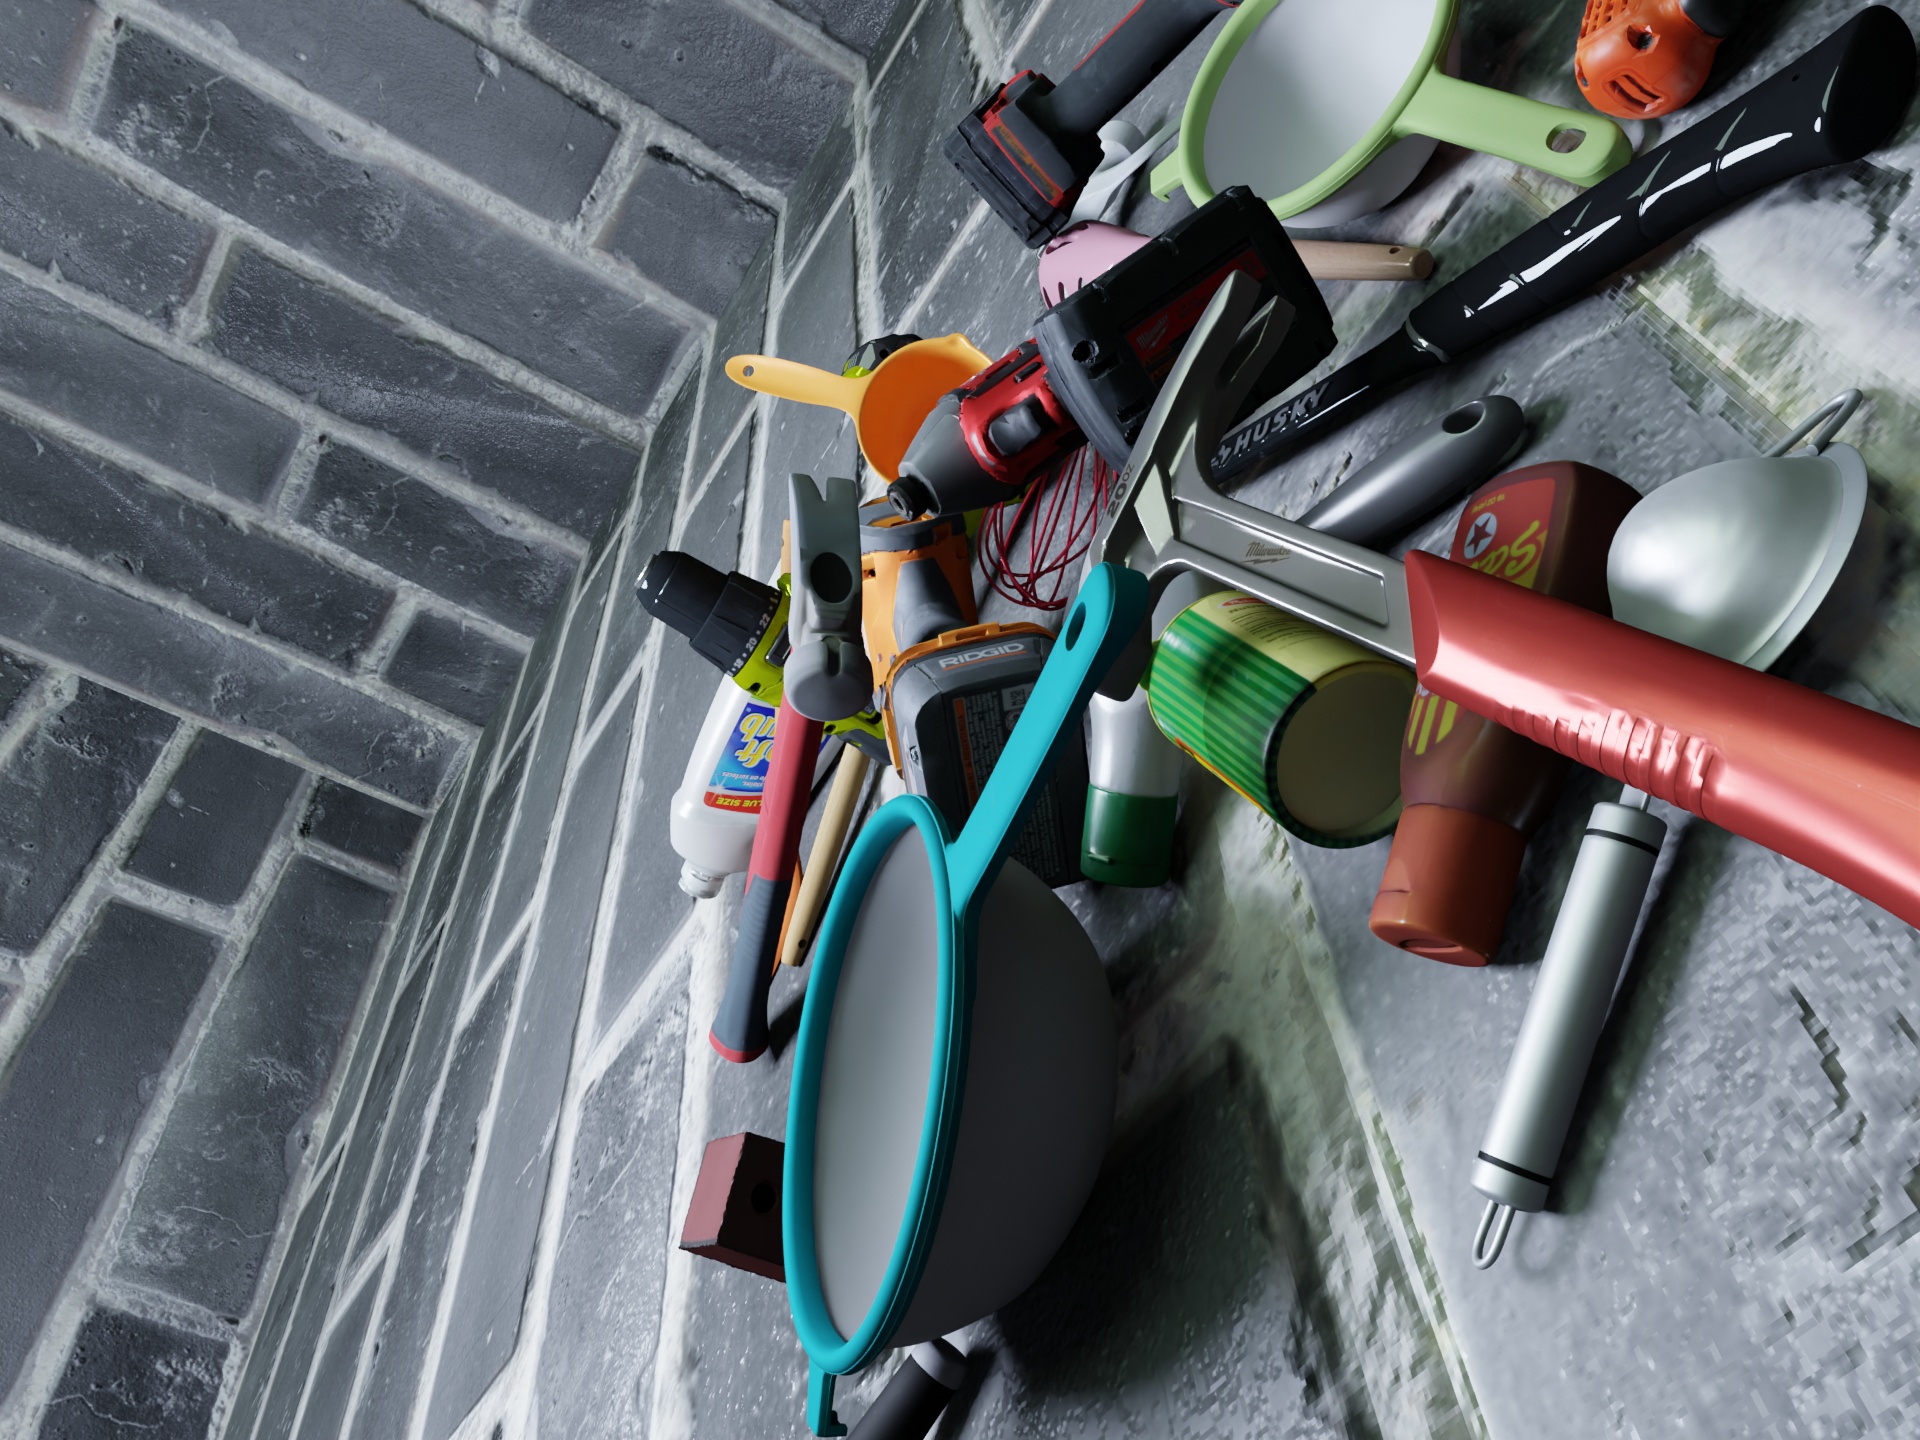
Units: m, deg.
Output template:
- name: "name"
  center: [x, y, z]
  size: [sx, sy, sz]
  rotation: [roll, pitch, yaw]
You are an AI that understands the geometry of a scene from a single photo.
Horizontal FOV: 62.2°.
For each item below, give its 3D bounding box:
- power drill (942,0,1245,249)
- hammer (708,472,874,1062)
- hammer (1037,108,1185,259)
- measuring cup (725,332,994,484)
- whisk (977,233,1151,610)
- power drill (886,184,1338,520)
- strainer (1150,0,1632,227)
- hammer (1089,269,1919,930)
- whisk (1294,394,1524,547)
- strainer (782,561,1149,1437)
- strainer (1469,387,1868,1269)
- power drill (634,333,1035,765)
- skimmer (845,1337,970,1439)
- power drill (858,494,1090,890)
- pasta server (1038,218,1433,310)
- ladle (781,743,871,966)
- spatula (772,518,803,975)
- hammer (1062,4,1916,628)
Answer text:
- name: "power drill"
  center: [0.105, -0.383, 0.886]
  size: [0.226, 0.080, 0.188]
  rotation: [-37, 17, 29]
- name: "hammer"
  center: [-0.098, 0.053, 0.845]
  size: [0.386, 0.038, 0.143]
  rotation: [107, 162, -46]
- name: "hammer"
  center: [0.173, -0.376, 0.890]
  size: [0.405, 0.035, 0.144]
  rotation: [-23, 36, 58]
- name: "measuring cup"
  center: [-0.047, -0.174, 0.896]
  size: [0.052, 0.174, 0.095]
  rotation: [21, -93, -73]
- name: "whisk"
  center: [0.071, -0.174, 0.884]
  size: [0.073, 0.073, 0.296]
  rotation: [-36, 29, 51]
- name: "power drill"
  center: [0.052, -0.147, 0.711]
  size: [0.143, 0.078, 0.220]
  rotation: [-37, 12, -18]
- name: "strainer"
  center: [0.199, -0.257, 0.686]
  size: [0.151, 0.069, 0.257]
  rotation: [-57, 39, 12]
- name: "hammer"
  center: [0.151, -0.024, 0.412]
  size: [0.359, 0.036, 0.149]
  rotation: [35, 102, 55]
- name: "whisk"
  center: [0.126, -0.062, 0.641]
  size: [0.239, 0.055, 0.055]
  rotation: [-34, 35, 45]
- name: "strainer"
  center: [0.024, 0.091, 0.570]
  size: [0.211, 0.095, 0.340]
  rotation: [-99, 27, -50]
- name: "strainer"
  center: [0.178, 0.021, 0.422]
  size: [0.087, 0.050, 0.258]
  rotation: [153, 138, -82]
- name: "power drill"
  center: [-0.065, -0.111, 0.951]
  size: [0.228, 0.190, 0.080]
  rotation: [-61, 15, -5]
- name: "skimmer"
  center: [-0.085, 0.408, 0.607]
  size: [0.363, 0.090, 0.127]
  rotation: [-55, 17, -6]
- name: "power drill"
  center: [-0.001, -0.002, 0.767]
  size: [0.227, 0.084, 0.164]
  rotation: [-117, 16, -62]
- name: "pasta server"
  center: [0.126, -0.230, 0.804]
  size: [0.060, 0.040, 0.316]
  rotation: [-47, 31, -8]
- name: "ladle"
  center: [-0.060, 0.002, 1.005]
  size: [0.031, 0.069, 0.315]
  rotation: [7, 76, 49]
- name: "spatula"
  center: [-0.120, 0.032, 1.018]
  size: [0.081, 0.041, 0.322]
  rotation: [-138, 49, -69]
- name: "hammer"
  center: [0.175, -0.148, 0.635]
  size: [0.409, 0.036, 0.149]
  rotation: [-26, 41, 58]
